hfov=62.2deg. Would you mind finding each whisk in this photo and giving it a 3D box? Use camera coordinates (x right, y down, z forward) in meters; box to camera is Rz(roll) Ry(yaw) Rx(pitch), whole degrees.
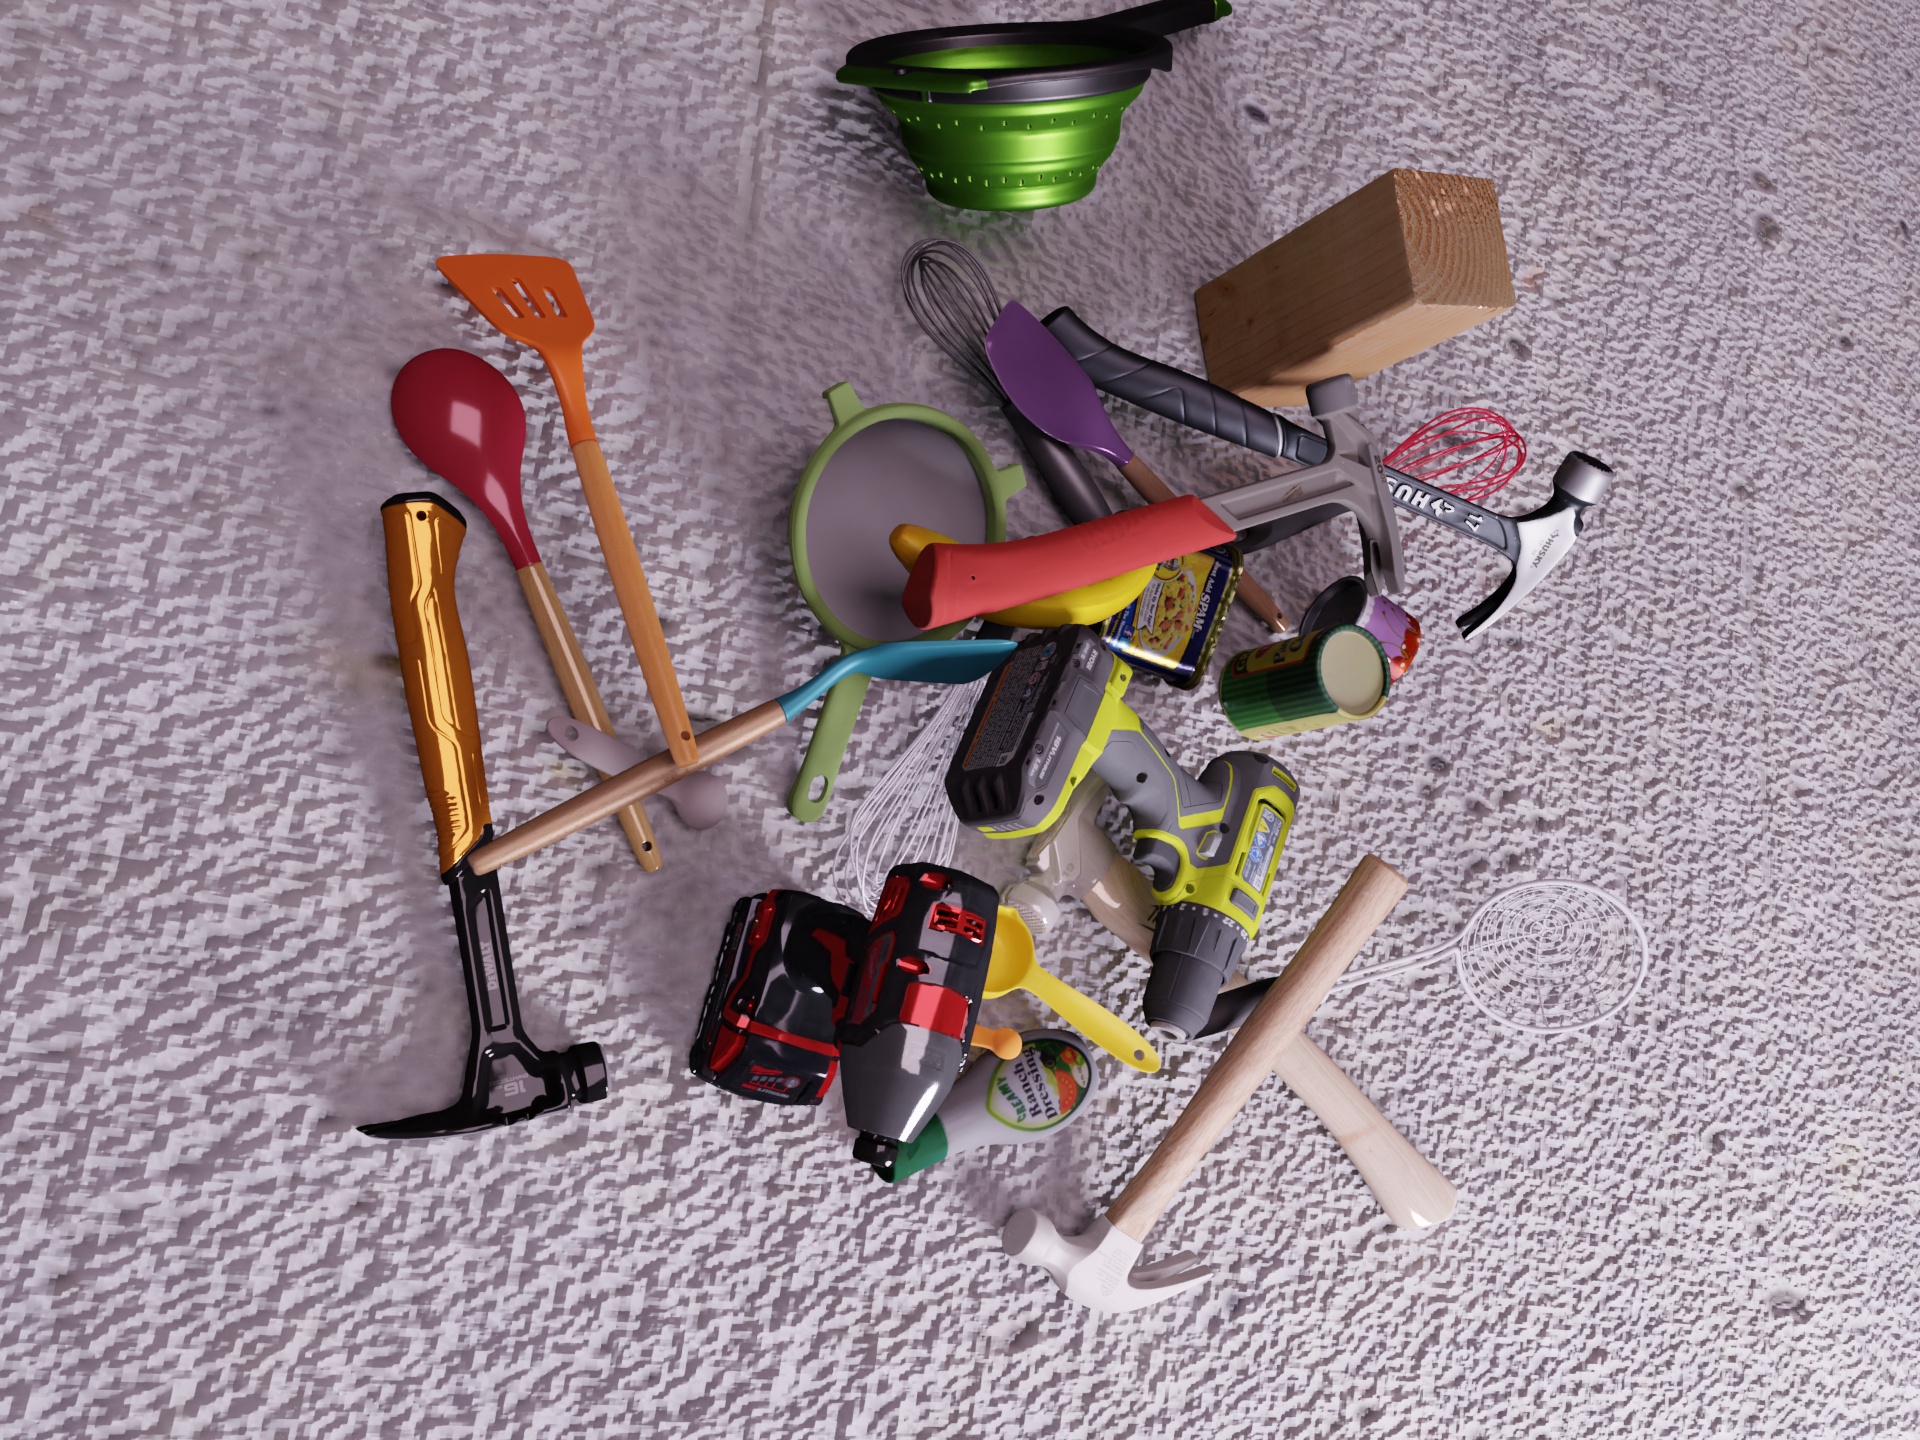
[{"bbox_3d":[0.305,-0.173,1.180,0.296,0.073,0.073,-20,92,-23],"label":"whisk"},{"bbox_3d":[0.038,-0.212,1.048,0.055,0.055,0.238,-43,107,-27],"label":"whisk"},{"bbox_3d":[0.000,-0.003,0.985,0.070,0.070,0.285,35,62,-20],"label":"whisk"}]

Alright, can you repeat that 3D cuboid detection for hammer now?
[{"bbox_3d":[0.232,-0.184,1.093,0.409,0.149,0.036,21,28,-8],"label":"hammer"},{"bbox_3d":[-0.271,0.047,0.835,0.127,0.034,0.337,-8,87,-30],"label":"hammer"},{"bbox_3d":[0.126,-0.106,0.970,0.359,0.037,0.149,-19,98,-29],"label":"hammer"},{"bbox_3d":[0.171,0.225,0.991,0.130,0.031,0.331,38,88,-24],"label":"hammer"},{"bbox_3d":[0.205,0.197,1.075,0.410,0.038,0.146,45,63,-16],"label":"hammer"}]

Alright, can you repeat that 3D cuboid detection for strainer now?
[{"bbox_3d":[-0.067,-0.067,0.963,0.151,0.069,0.256,18,91,-37],"label":"strainer"}]

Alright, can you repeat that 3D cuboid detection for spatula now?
[{"bbox_3d":[-0.116,0.015,0.874,0.317,0.082,0.044,-28,85,-22],"label":"spatula"},{"bbox_3d":[-0.200,-0.124,0.868,0.081,0.041,0.323,-12,78,-37],"label":"spatula"},{"bbox_3d":[0.126,-0.157,1.073,0.315,0.018,0.060,41,66,-27],"label":"spatula"}]

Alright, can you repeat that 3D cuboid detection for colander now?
[{"bbox_3d":[0.079,-0.418,1.072,0.397,0.205,0.094,-37,135,-44],"label":"colander"}]

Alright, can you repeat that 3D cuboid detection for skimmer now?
[{"bbox_3d":[0.304,0.182,1.063,0.363,0.090,0.127,-8,120,-29],"label":"skimmer"}]

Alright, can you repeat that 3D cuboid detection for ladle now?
[{"bbox_3d":[-0.231,-0.061,0.885,0.069,0.031,0.315,-24,95,-23],"label":"ladle"}]

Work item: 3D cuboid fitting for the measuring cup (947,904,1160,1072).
[{"bbox_3d":[0.054,0.172,0.979,0.156,0.029,0.062,36,61,-3],"label":"measuring cup"}]

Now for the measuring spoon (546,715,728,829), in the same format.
[{"bbox_3d":[-0.176,0.026,0.886,0.124,0.018,0.034,32,57,-38],"label":"measuring spoon"}]

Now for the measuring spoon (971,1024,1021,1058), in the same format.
[{"bbox_3d":[-0.017,0.178,0.951,0.117,0.011,0.021,18,49,-7],"label":"measuring spoon"}]

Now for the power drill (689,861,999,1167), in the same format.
[{"bbox_3d":[-0.061,0.152,0.830,0.078,0.220,0.143,22,72,-24],"label":"power drill"}]

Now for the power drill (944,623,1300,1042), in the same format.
[{"bbox_3d":[0.104,0.067,0.967,0.228,0.080,0.191,38,61,-27],"label":"power drill"}]
